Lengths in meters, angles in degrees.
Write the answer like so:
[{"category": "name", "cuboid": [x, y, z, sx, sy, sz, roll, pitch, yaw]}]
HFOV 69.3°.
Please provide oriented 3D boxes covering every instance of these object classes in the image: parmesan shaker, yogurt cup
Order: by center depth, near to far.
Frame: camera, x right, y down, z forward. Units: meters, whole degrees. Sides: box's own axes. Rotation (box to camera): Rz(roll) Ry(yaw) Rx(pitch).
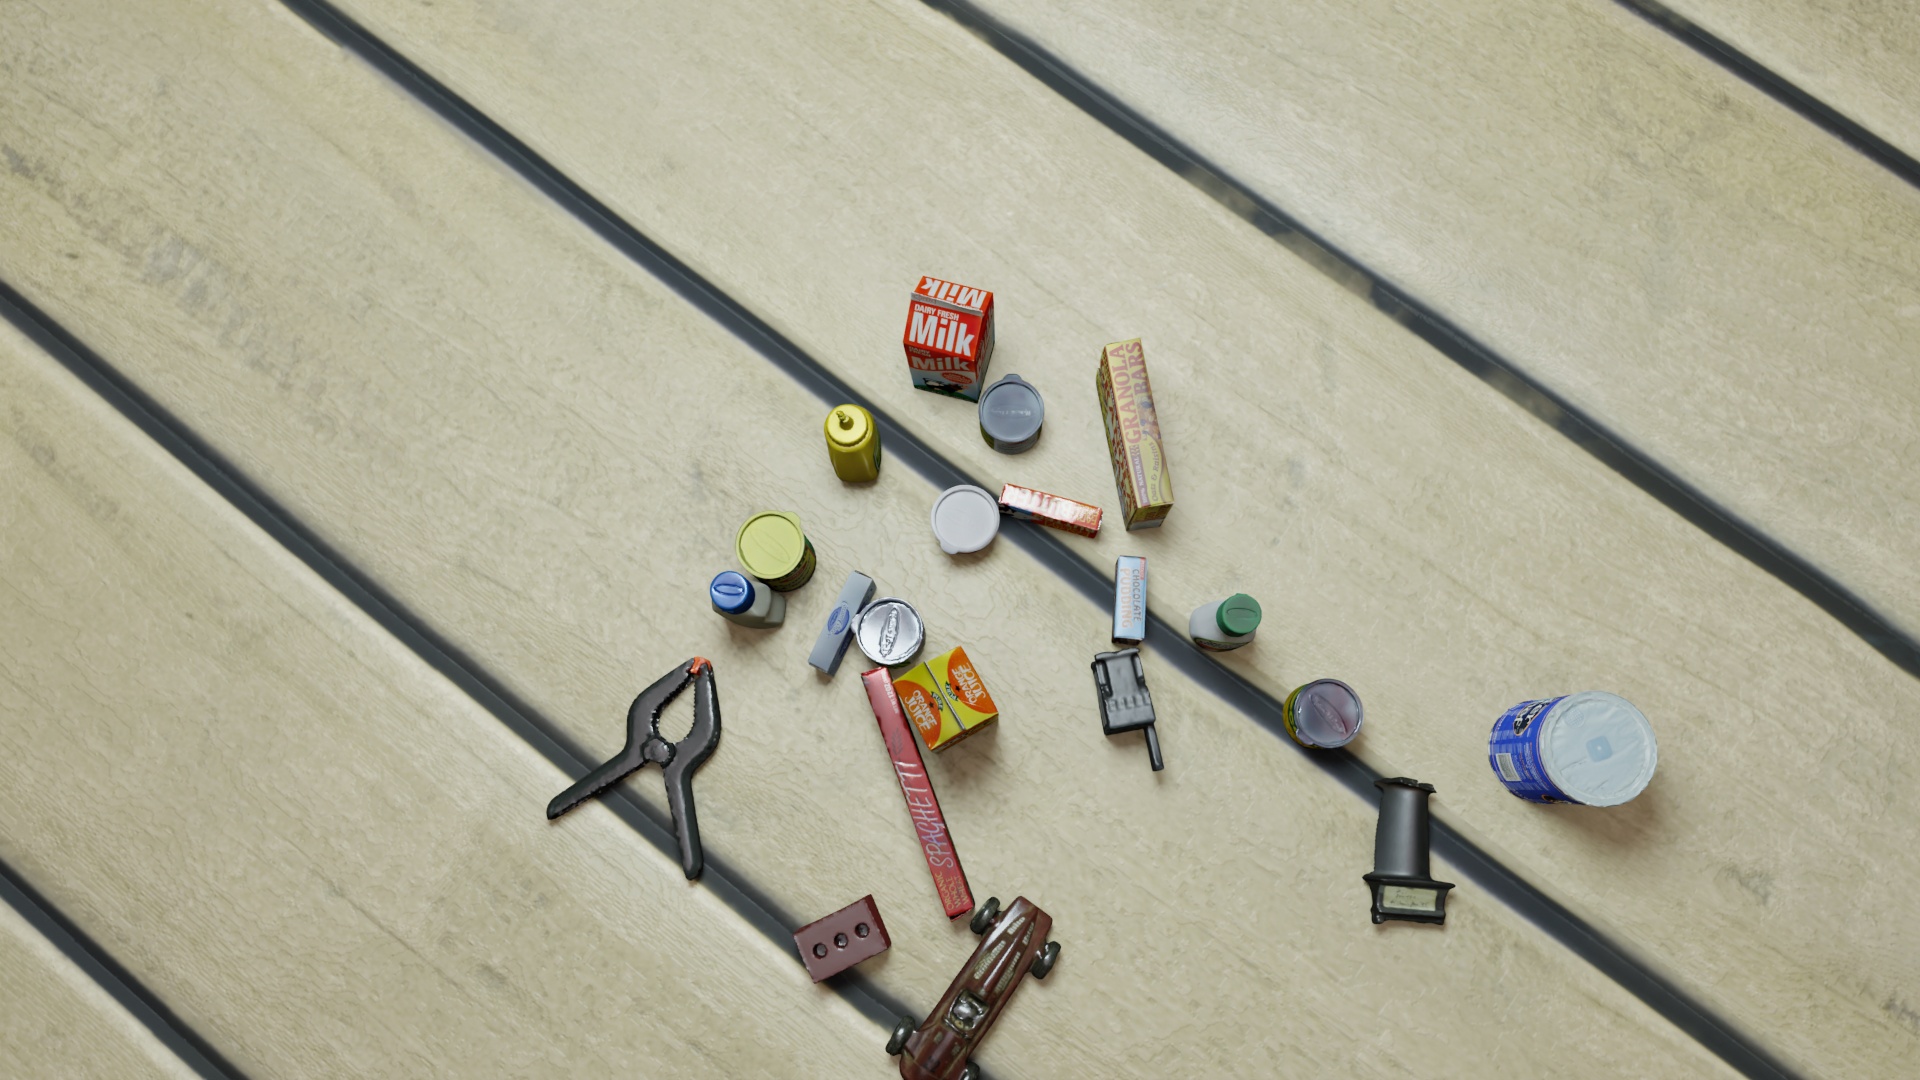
[{"category": "parmesan shaker", "cuboid": [-0.178, 0.010, 1.368, 0.071, 0.103, 0.071, 0, 80, 1]}, {"category": "yogurt cup", "cuboid": [0.005, -0.017, 1.394, 0.072, 0.054, 0.072, 0, 80, 1]}]

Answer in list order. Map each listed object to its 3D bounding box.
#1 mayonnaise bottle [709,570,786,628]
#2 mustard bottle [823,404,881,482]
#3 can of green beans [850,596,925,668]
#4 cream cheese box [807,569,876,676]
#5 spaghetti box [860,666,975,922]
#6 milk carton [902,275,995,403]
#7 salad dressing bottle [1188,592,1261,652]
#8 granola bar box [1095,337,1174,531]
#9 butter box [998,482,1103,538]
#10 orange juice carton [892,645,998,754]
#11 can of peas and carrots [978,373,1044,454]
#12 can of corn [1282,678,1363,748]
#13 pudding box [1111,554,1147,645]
[{"category": "mayonnaise bottle", "cuboid": [-0.208, 0.057, 1.337, 0.065, 0.148, 0.041, 7, 80, 3]}, {"category": "mustard bottle", "cuboid": [-0.106, -0.100, 1.358, 0.049, 0.160, 0.065, -2, 80, 1]}, {"category": "can of green beans", "cuboid": [-0.068, 0.092, 1.373, 0.071, 0.057, 0.071, 0, 80, 1]}, {"category": "cream cheese box", "cuboid": [-0.117, 0.083, 1.378, 0.024, 0.053, 0.104, 25, 81, 6]}, {"category": "spaghetti box", "cuboid": [-0.041, 0.243, 1.347, 0.029, 0.050, 0.250, -21, 80, -2]}, {"category": "milk carton", "cuboid": [-0.010, -0.201, 1.360, 0.072, 0.190, 0.073, 15, 81, 4]}, {"category": "salad dressing bottle", "cuboid": [0.255, 0.078, 1.322, 0.064, 0.147, 0.044, 6, 80, 3]}, {"category": "granola bar box", "cuboid": [0.169, -0.101, 1.370, 0.039, 0.124, 0.166, -10, 79, 0]}, {"category": "butter box", "cuboid": [0.090, -0.030, 1.395, 0.103, 0.053, 0.024, 15, 81, 4]}, {"category": "orange juice carton", "cuboid": [-0.012, 0.149, 1.292, 0.073, 0.192, 0.072, -29, 80, -4]}, {"category": "can of peas and carrots", "cuboid": [0.051, -0.127, 1.411, 0.071, 0.058, 0.071, 0, 80, 1]}, {"category": "can of corn", "cuboid": [0.349, 0.171, 1.348, 0.071, 0.058, 0.071, 0, 80, 1]}, {"category": "pudding box", "cuboid": [0.168, 0.060, 1.378, 0.030, 0.049, 0.084, 4, 80, 2]}]
